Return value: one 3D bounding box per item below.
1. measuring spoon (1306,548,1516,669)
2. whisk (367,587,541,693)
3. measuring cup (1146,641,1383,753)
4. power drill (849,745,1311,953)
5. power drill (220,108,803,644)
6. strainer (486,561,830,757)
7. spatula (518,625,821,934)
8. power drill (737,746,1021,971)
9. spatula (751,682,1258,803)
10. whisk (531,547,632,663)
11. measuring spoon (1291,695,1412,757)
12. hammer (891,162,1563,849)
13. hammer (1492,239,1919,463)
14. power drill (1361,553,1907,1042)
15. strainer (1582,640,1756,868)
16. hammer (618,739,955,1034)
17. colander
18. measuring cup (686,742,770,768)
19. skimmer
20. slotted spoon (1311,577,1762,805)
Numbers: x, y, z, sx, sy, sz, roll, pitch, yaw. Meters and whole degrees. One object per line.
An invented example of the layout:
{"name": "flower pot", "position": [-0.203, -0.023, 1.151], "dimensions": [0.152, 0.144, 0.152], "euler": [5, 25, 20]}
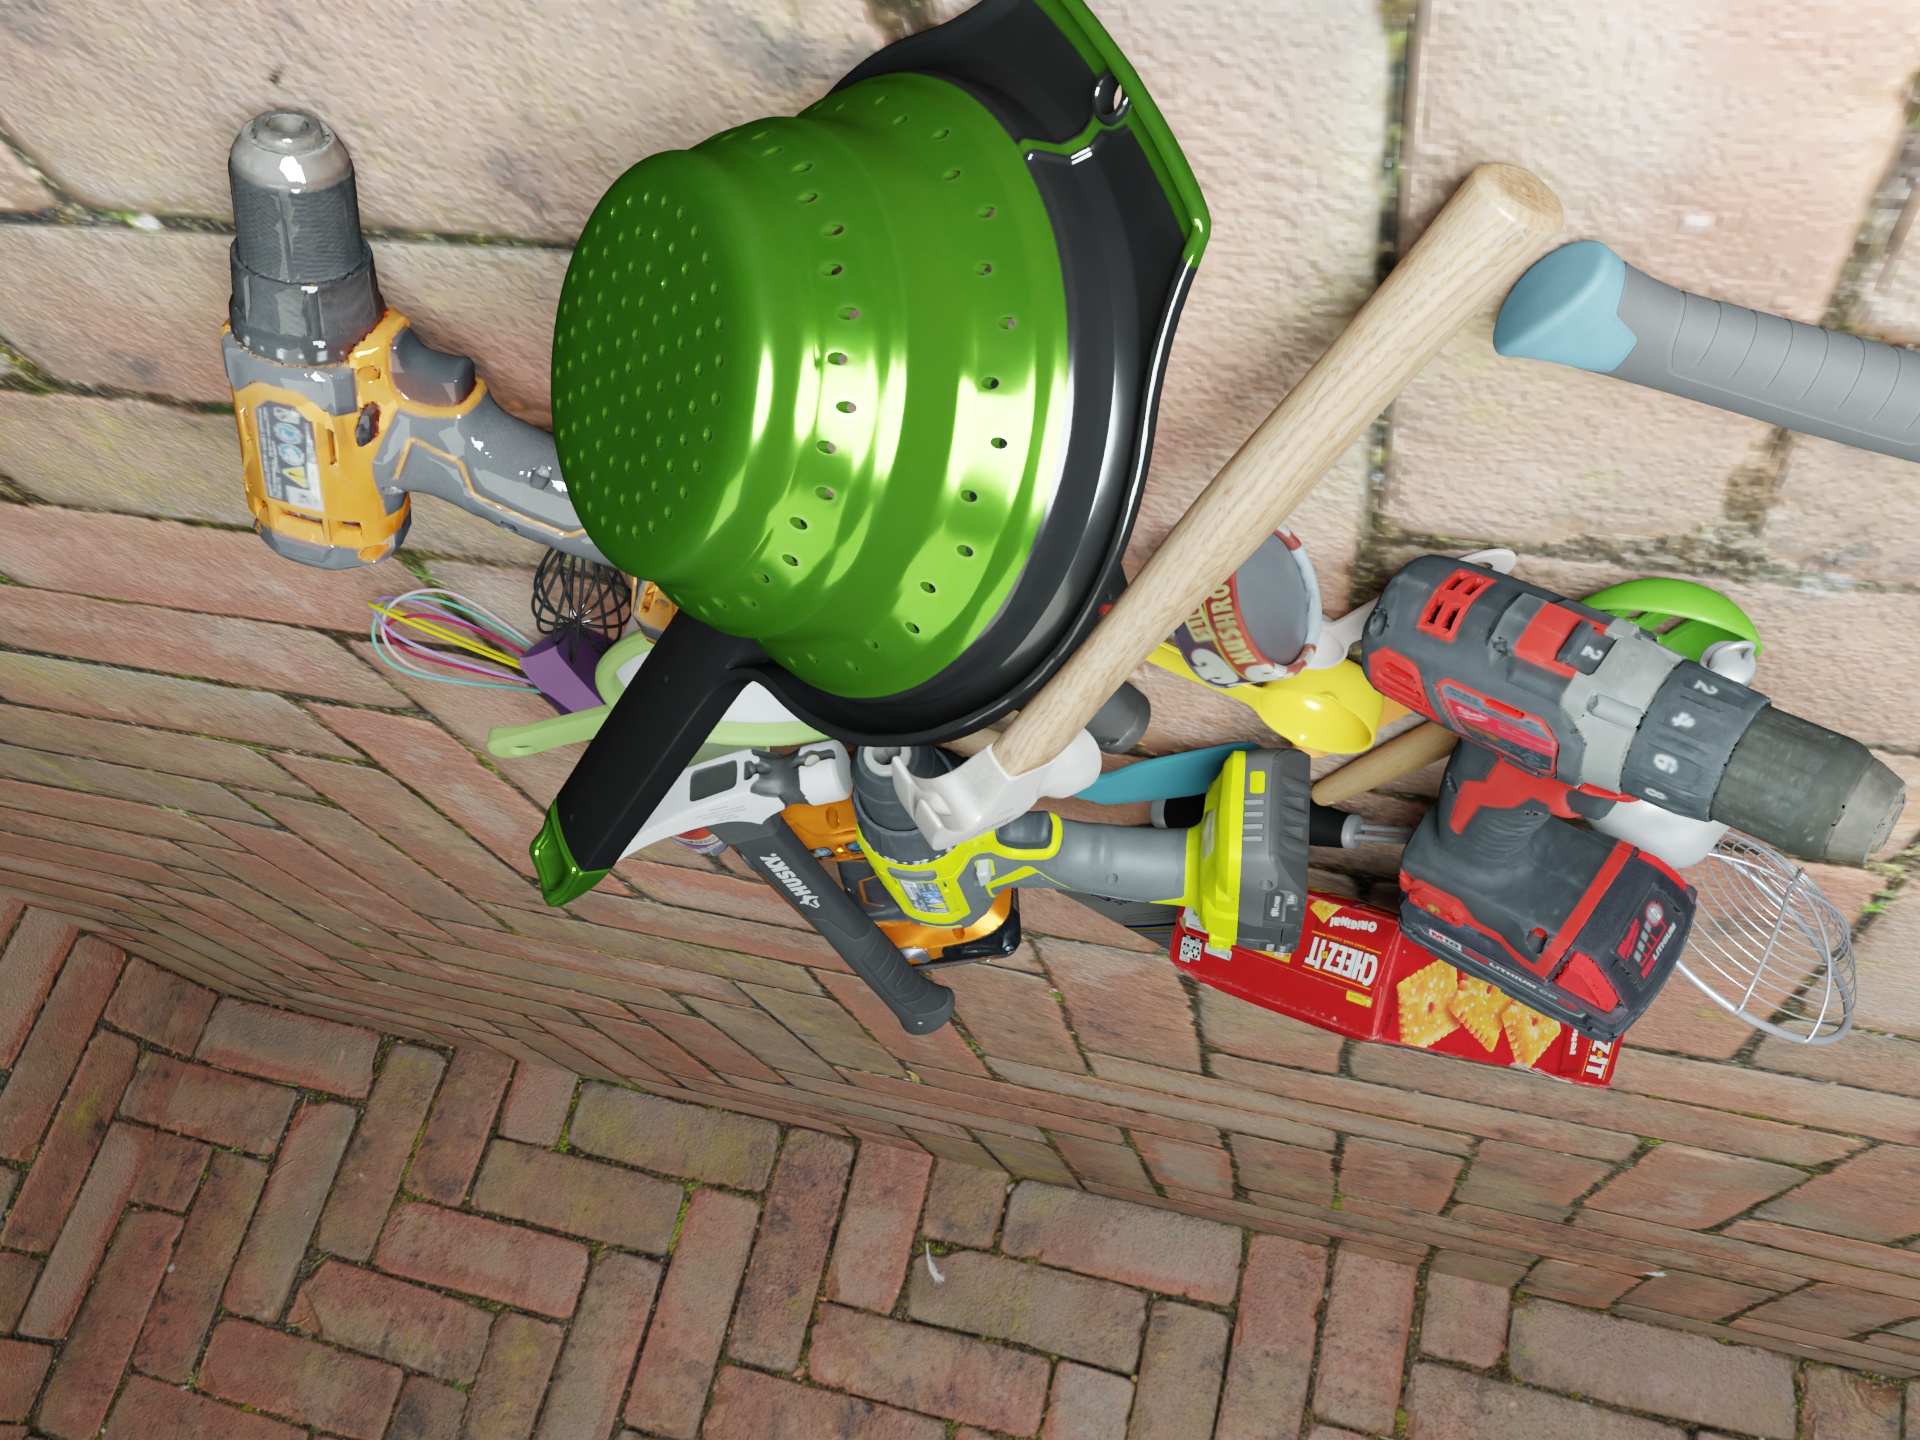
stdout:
{"name": "measuring spoon", "position": [0.181, -0.051, 0.670], "dimensions": [0.034, 0.018, 0.124], "euler": [30, 147, -26]}
{"name": "whisk", "position": [-0.243, -0.022, 0.972], "dimensions": [0.244, 0.051, 0.047], "euler": [23, 151, -27]}
{"name": "measuring cup", "position": [0.124, -0.030, 0.748], "dimensions": [0.156, 0.029, 0.062], "euler": [25, 160, 8]}
{"name": "power drill", "position": [0.058, 0.057, 0.806], "dimensions": [0.228, 0.080, 0.190], "euler": [3, 156, 10]}
{"name": "power drill", "position": [-0.172, -0.123, 0.613], "dimensions": [0.226, 0.084, 0.185], "euler": [15, 135, 0]}
{"name": "strainer", "position": [-0.146, -0.033, 0.811], "dimensions": [0.256, 0.069, 0.151], "euler": [-12, 157, 30]}
{"name": "spatula", "position": [-0.160, 0.052, 1.016], "dimensions": [0.060, 0.018, 0.315], "euler": [-32, 125, 8]}
{"name": "power drill", "position": [-0.030, 0.086, 1.014], "dimensions": [0.164, 0.084, 0.226], "euler": [-11, 149, 13]}
{"name": "spatula", "position": [-0.001, -0.003, 0.861], "dimensions": [0.317, 0.044, 0.082], "euler": [18, 158, -3]}
{"name": "whisk", "position": [-0.181, -0.092, 0.762], "dimensions": [0.055, 0.055, 0.239], "euler": [18, 154, -6]}
{"name": "measuring spoon", "position": [0.198, -0.004, 0.773], "dimensions": [0.021, 0.011, 0.117], "euler": [11, 157, -19]}
{"name": "hammer", "position": [0.076, -0.051, 0.546], "dimensions": [0.031, 0.130, 0.331], "euler": [53, 135, 15]}
{"name": "hammer", "position": [0.325, -0.082, 0.473], "dimensions": [0.331, 0.033, 0.128], "euler": [16, 157, 0]}
{"name": "power drill", "position": [0.256, 0.041, 0.633], "dimensions": [0.188, 0.080, 0.226], "euler": [28, 158, 32]}
{"name": "strainer", "position": [0.305, 0.020, 0.671], "dimensions": [0.087, 0.050, 0.258], "euler": [-7, 157, 14]}
{"name": "hammer", "position": [-0.081, 0.118, 0.960], "dimensions": [0.146, 0.035, 0.334], "euler": [-13, 145, 14]}
{"name": "colander", "position": [-0.091, -0.047, 0.492], "dimensions": [0.094, 0.205, 0.397], "euler": [-3, 147, -40]}
{"name": "measuring cup", "position": [-0.125, -0.025, 0.909], "dimensions": [0.083, 0.038, 0.167], "euler": [22, 140, -22]}
{"name": "skimmer", "position": [0.268, 0.092, 0.842], "dimensions": [0.363, 0.127, 0.090], "euler": [4, 112, 35]}
{"name": "slotted spoon", "position": [0.238, -0.003, 0.724], "dimensions": [0.070, 0.031, 0.313], "euler": [17, 160, -11]}
